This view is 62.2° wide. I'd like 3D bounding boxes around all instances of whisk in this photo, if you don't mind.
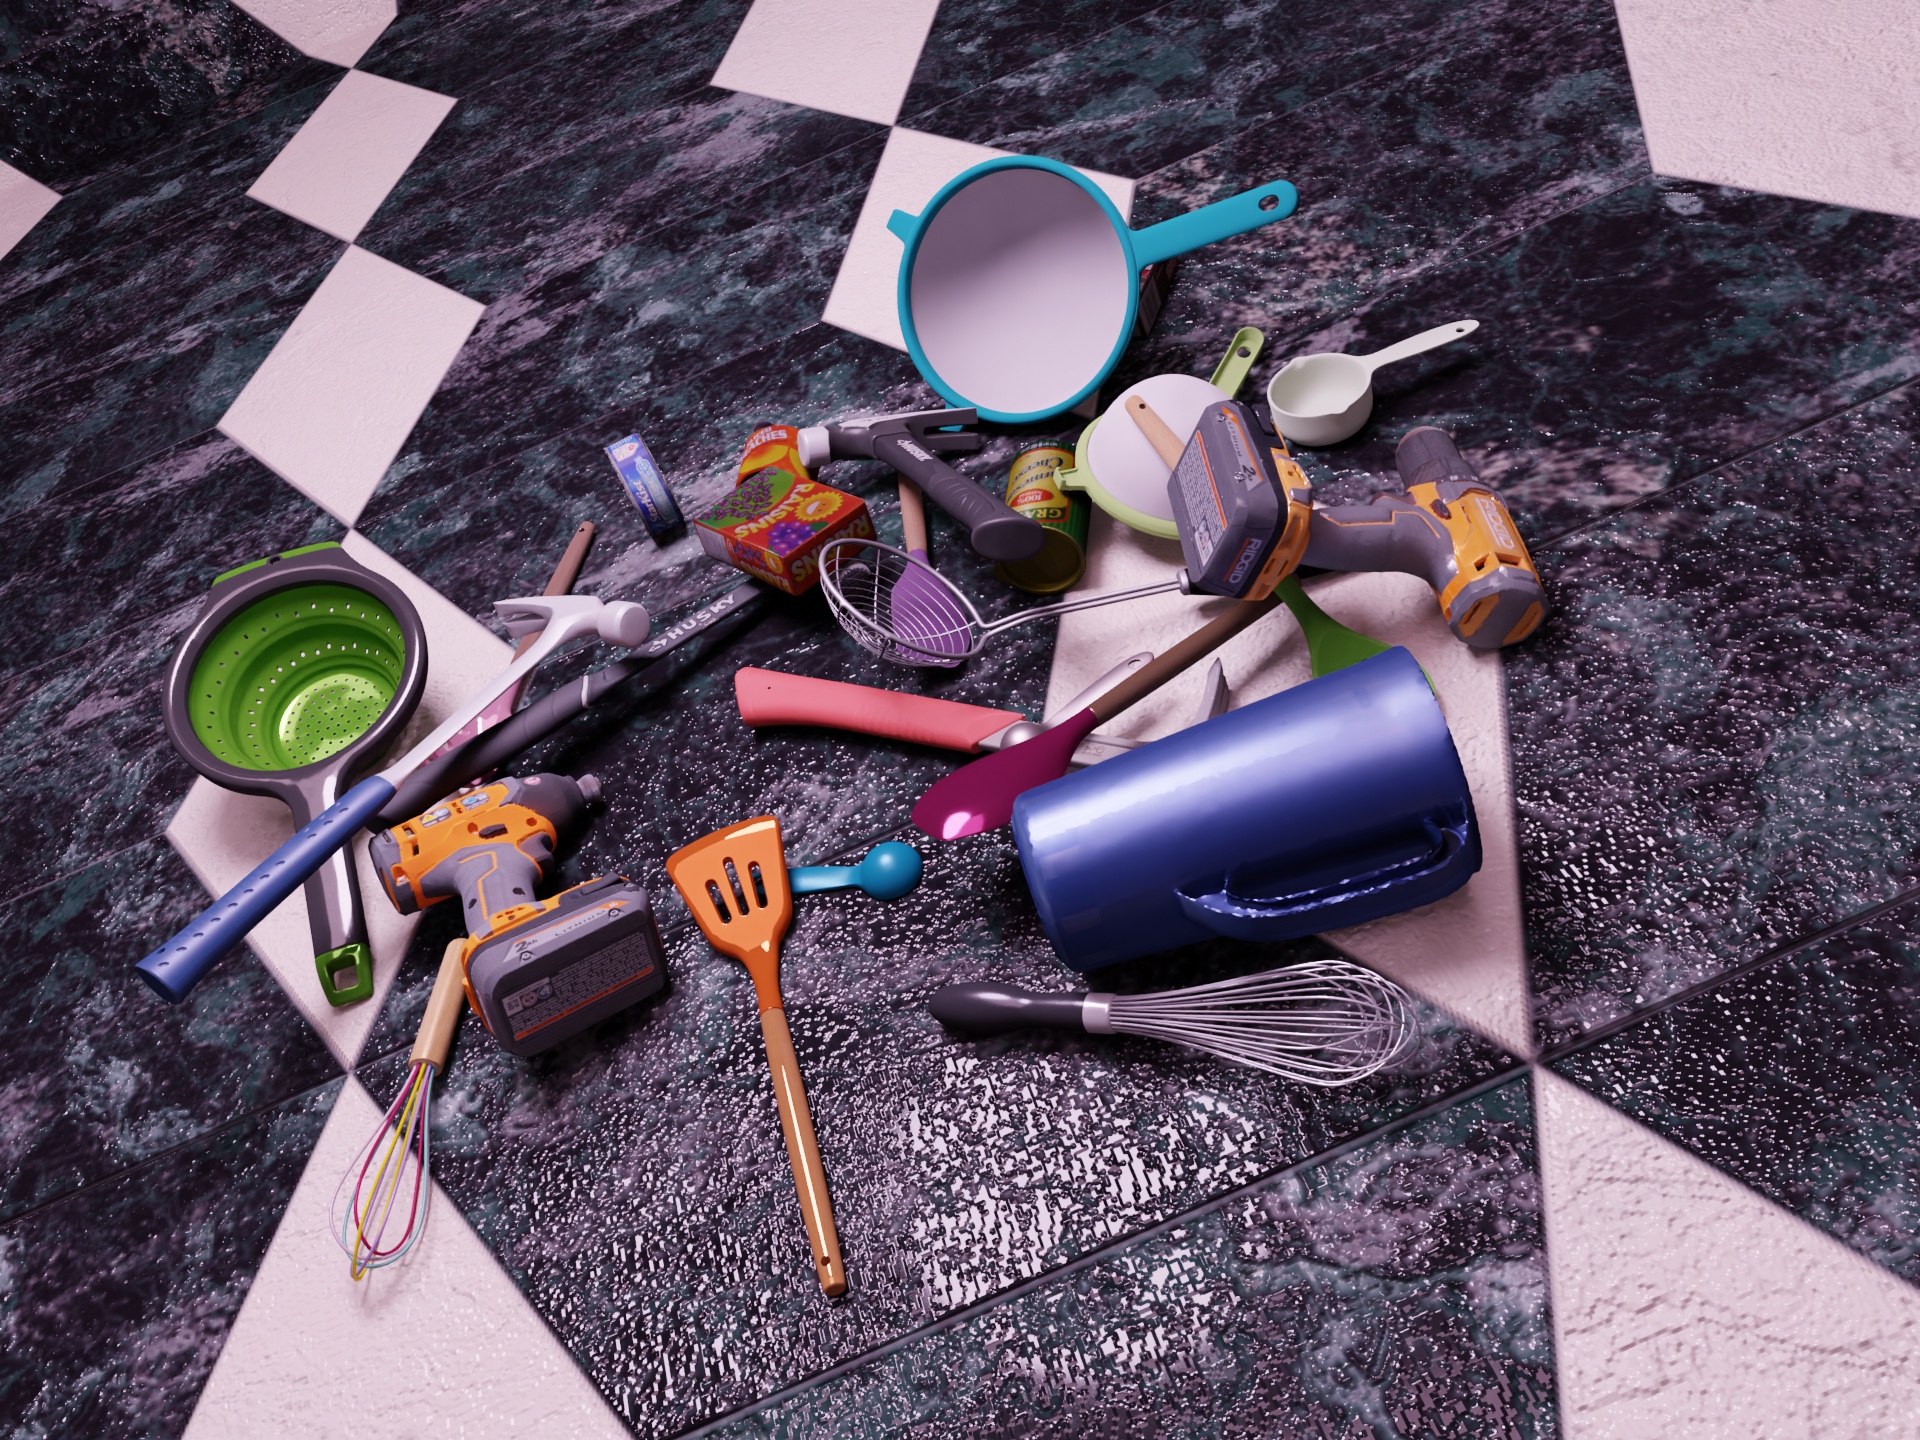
[{"bbox_3d":[-0.343,0.236,1.004,0.051,0.047,0.245,-13,42,14],"label":"whisk"},{"bbox_3d":[0.108,0.163,0.875,0.285,0.070,0.070,-3,47,28],"label":"whisk"}]

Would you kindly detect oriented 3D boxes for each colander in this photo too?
[{"bbox_3d":[-0.484,0.049,1.223,0.204,0.094,0.397,-19,61,-6],"label":"colander"}]

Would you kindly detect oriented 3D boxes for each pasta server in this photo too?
[{"bbox_3d":[-0.356,-0.061,1.297,0.060,0.040,0.316,4,48,10],"label":"pasta server"}]

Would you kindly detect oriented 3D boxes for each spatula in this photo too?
[{"bbox_3d":[-0.033,-0.143,1.245,0.059,0.018,0.316,9,40,-16],"label":"spatula"},{"bbox_3d":[-0.112,0.191,0.949,0.081,0.041,0.323,-23,45,0],"label":"spatula"}]

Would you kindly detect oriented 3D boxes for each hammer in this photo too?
[{"bbox_3d":[-0.268,-0.035,1.203,0.409,0.036,0.149,-34,42,-20],"label":"hammer"},{"bbox_3d":[-0.011,-0.178,1.172,0.146,0.035,0.335,-11,25,-16],"label":"hammer"},{"bbox_3d":[-0.002,-0.003,1.091,0.359,0.036,0.149,10,53,30],"label":"hammer"},{"bbox_3d":[-0.394,0.038,1.104,0.144,0.035,0.406,9,44,37],"label":"hammer"}]

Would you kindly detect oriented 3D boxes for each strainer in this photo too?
[{"bbox_3d":[0.116,-0.366,1.293,0.340,0.211,0.095,-13,5,25],"label":"strainer"},{"bbox_3d":[0.184,-0.240,1.187,0.151,0.069,0.256,22,52,13],"label":"strainer"}]

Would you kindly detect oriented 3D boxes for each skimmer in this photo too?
[{"bbox_3d":[0.089,-0.106,1.085,0.363,0.090,0.127,-11,34,3],"label":"skimmer"}]

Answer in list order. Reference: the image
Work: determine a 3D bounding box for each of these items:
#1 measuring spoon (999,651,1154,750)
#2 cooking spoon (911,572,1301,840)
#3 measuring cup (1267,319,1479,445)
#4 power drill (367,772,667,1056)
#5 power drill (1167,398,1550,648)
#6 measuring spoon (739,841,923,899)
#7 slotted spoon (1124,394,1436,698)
[{"bbox_3d":[0.076,-0.013,1.029,0.124,0.018,0.034,-36,45,-14],"label":"measuring spoon"},{"bbox_3d":[0.101,-0.015,1.006,0.319,0.017,0.069,-33,38,-23],"label":"cooking spoon"},{"bbox_3d":[0.314,-0.256,1.199,0.167,0.038,0.083,-22,44,-1],"label":"measuring cup"},{"bbox_3d":[-0.284,0.111,1.065,0.164,0.084,0.227,-26,37,-25],"label":"power drill"},{"bbox_3d":[0.252,-0.140,1.025,0.226,0.084,0.186,9,45,-16],"label":"power drill"},{"bbox_3d":[-0.088,0.098,1.040,0.128,0.021,0.042,-6,46,16],"label":"measuring spoon"},{"bbox_3d":[0.199,-0.109,1.049,0.070,0.031,0.314,-24,62,-20],"label":"slotted spoon"}]
